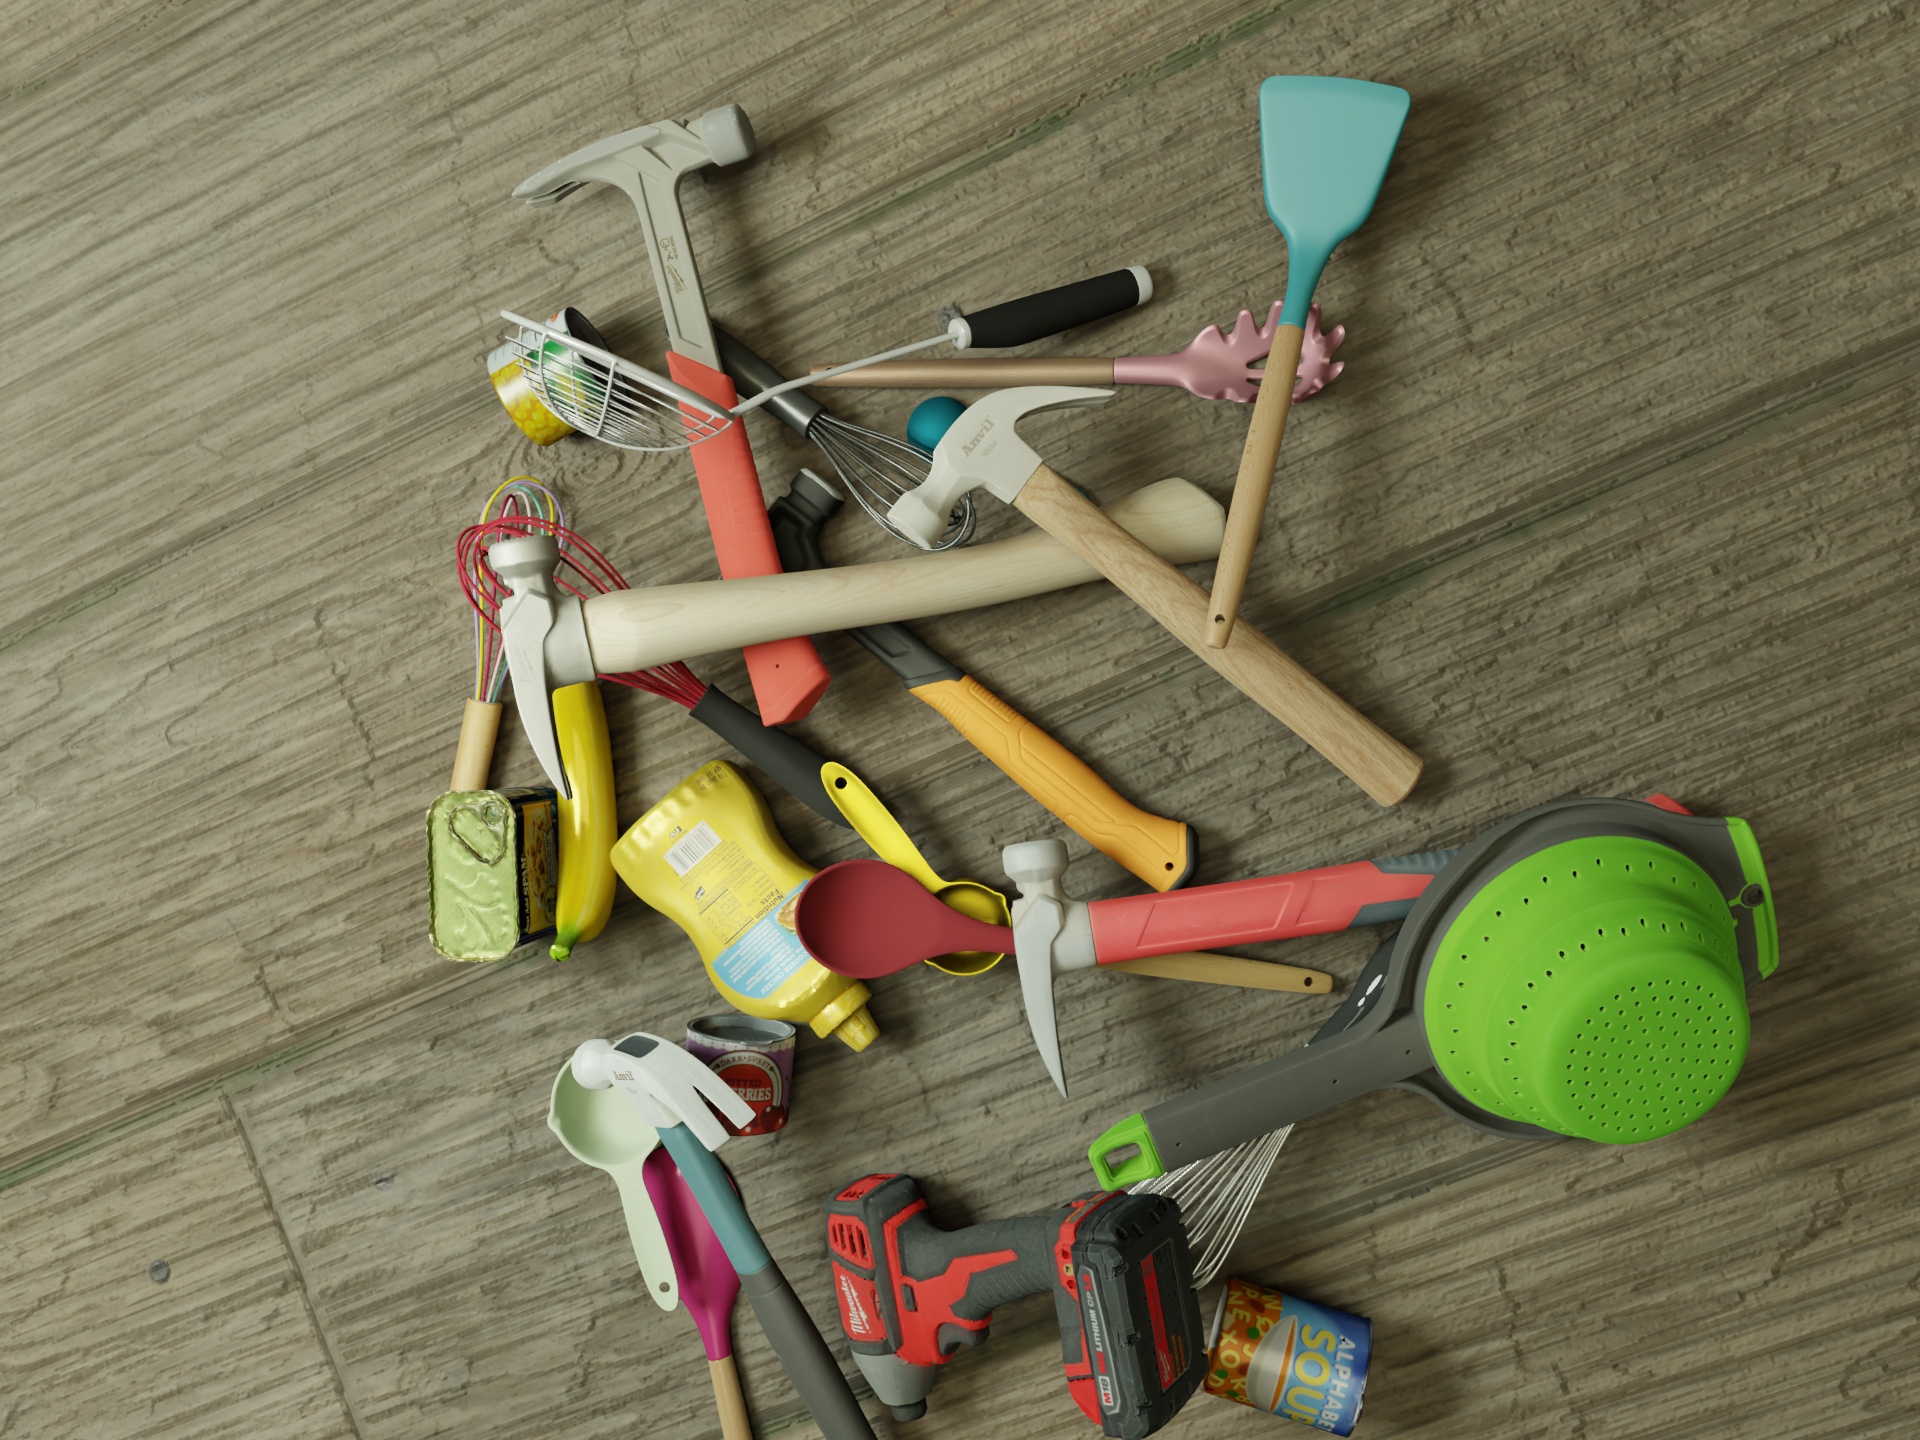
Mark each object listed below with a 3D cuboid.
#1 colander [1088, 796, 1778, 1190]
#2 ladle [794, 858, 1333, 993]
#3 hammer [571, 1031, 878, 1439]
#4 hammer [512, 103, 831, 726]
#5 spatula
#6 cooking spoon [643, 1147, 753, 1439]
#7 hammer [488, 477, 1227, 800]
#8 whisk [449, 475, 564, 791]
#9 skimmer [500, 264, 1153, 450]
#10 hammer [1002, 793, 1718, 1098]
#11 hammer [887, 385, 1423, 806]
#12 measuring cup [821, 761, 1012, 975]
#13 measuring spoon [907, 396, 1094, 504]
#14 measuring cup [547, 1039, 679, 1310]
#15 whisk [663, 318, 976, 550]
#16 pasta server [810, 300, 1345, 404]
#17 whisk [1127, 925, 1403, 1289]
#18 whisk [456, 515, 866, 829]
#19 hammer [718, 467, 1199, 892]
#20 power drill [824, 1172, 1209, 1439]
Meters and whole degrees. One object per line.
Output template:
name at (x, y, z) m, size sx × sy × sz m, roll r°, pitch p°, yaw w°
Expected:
colander at (0.261, 0.182, 0.831) m, size 0.397 × 0.095 × 0.204 m, roll -22°, pitch 111°, yaw 1°
ladle at (0.061, 0.132, 0.927) m, size 0.315 × 0.031 × 0.069 m, roll 8°, pitch 89°, yaw -1°
hammer at (-0.115, 0.329, 0.930) m, size 0.128 × 0.033 × 0.331 m, roll -15°, pitch 105°, yaw 50°
hammer at (-0.154, -0.171, 0.939) m, size 0.149 × 0.036 × 0.359 m, roll -15°, pitch 88°, yaw 14°
spatula at (0.173, -0.194, 0.870) m, size 0.082 × 0.044 × 0.317 m, roll 12°, pitch 83°, yaw 15°
cooking spoon at (-0.144, 0.423, 0.994) m, size 0.069 × 0.017 × 0.319 m, roll -14°, pitch 88°, yaw 10°
hammer at (-0.046, -0.063, 0.900) m, size 0.410 × 0.038 × 0.146 m, roll -11°, pitch 92°, yaw -8°
whisk at (-0.299, -0.034, 1.001) m, size 0.051 × 0.047 × 0.245 m, roll 14°, pitch 97°, yaw 8°
skimmer at (-0.061, -0.226, 0.873) m, size 0.363 × 0.127 × 0.090 m, roll -20°, pitch 111°, yaw -16°
hammer at (0.224, 0.112, 0.884) m, size 0.386 × 0.038 × 0.143 m, roll -9°, pitch 81°, yaw 3°
hammer at (0.127, -0.065, 0.891) m, size 0.331 × 0.031 × 0.130 m, roll 37°, pitch 86°, yaw -8°
measuring cup at (-0.029, 0.085, 0.955) m, size 0.062 × 0.029 × 0.156 m, roll -40°, pitch 90°, yaw 4°
measuring spoon at (0.024, -0.154, 0.951) m, size 0.128 × 0.021 × 0.042 m, roll 30°, pitch 96°, yaw 9°
measuring cup at (-0.199, 0.280, 0.988) m, size 0.083 × 0.038 × 0.167 m, roll -18°, pitch 87°, yaw 8°
whisk at (-0.088, -0.179, 0.962) m, size 0.239 × 0.055 × 0.055 m, roll 37°, pitch 97°, yaw 12°
pasta server at (0.063, -0.209, 0.936) m, size 0.316 × 0.040 × 0.060 m, roll 2°, pitch 79°, yaw 11°
whisk at (0.184, 0.225, 0.918) m, size 0.070 × 0.070 × 0.284 m, roll 40°, pitch 92°, yaw 7°
whisk at (-0.170, -0.025, 0.946) m, size 0.295 × 0.073 × 0.073 m, roll 36°, pitch 97°, yaw -9°
hammer at (-0.002, -0.003, 0.953) m, size 0.337 × 0.034 × 0.127 m, roll 38°, pitch 96°, yaw 7°
power drill at (0.022, 0.336, 0.906) m, size 0.220 × 0.078 × 0.143 m, roll -10°, pitch 90°, yaw 35°
